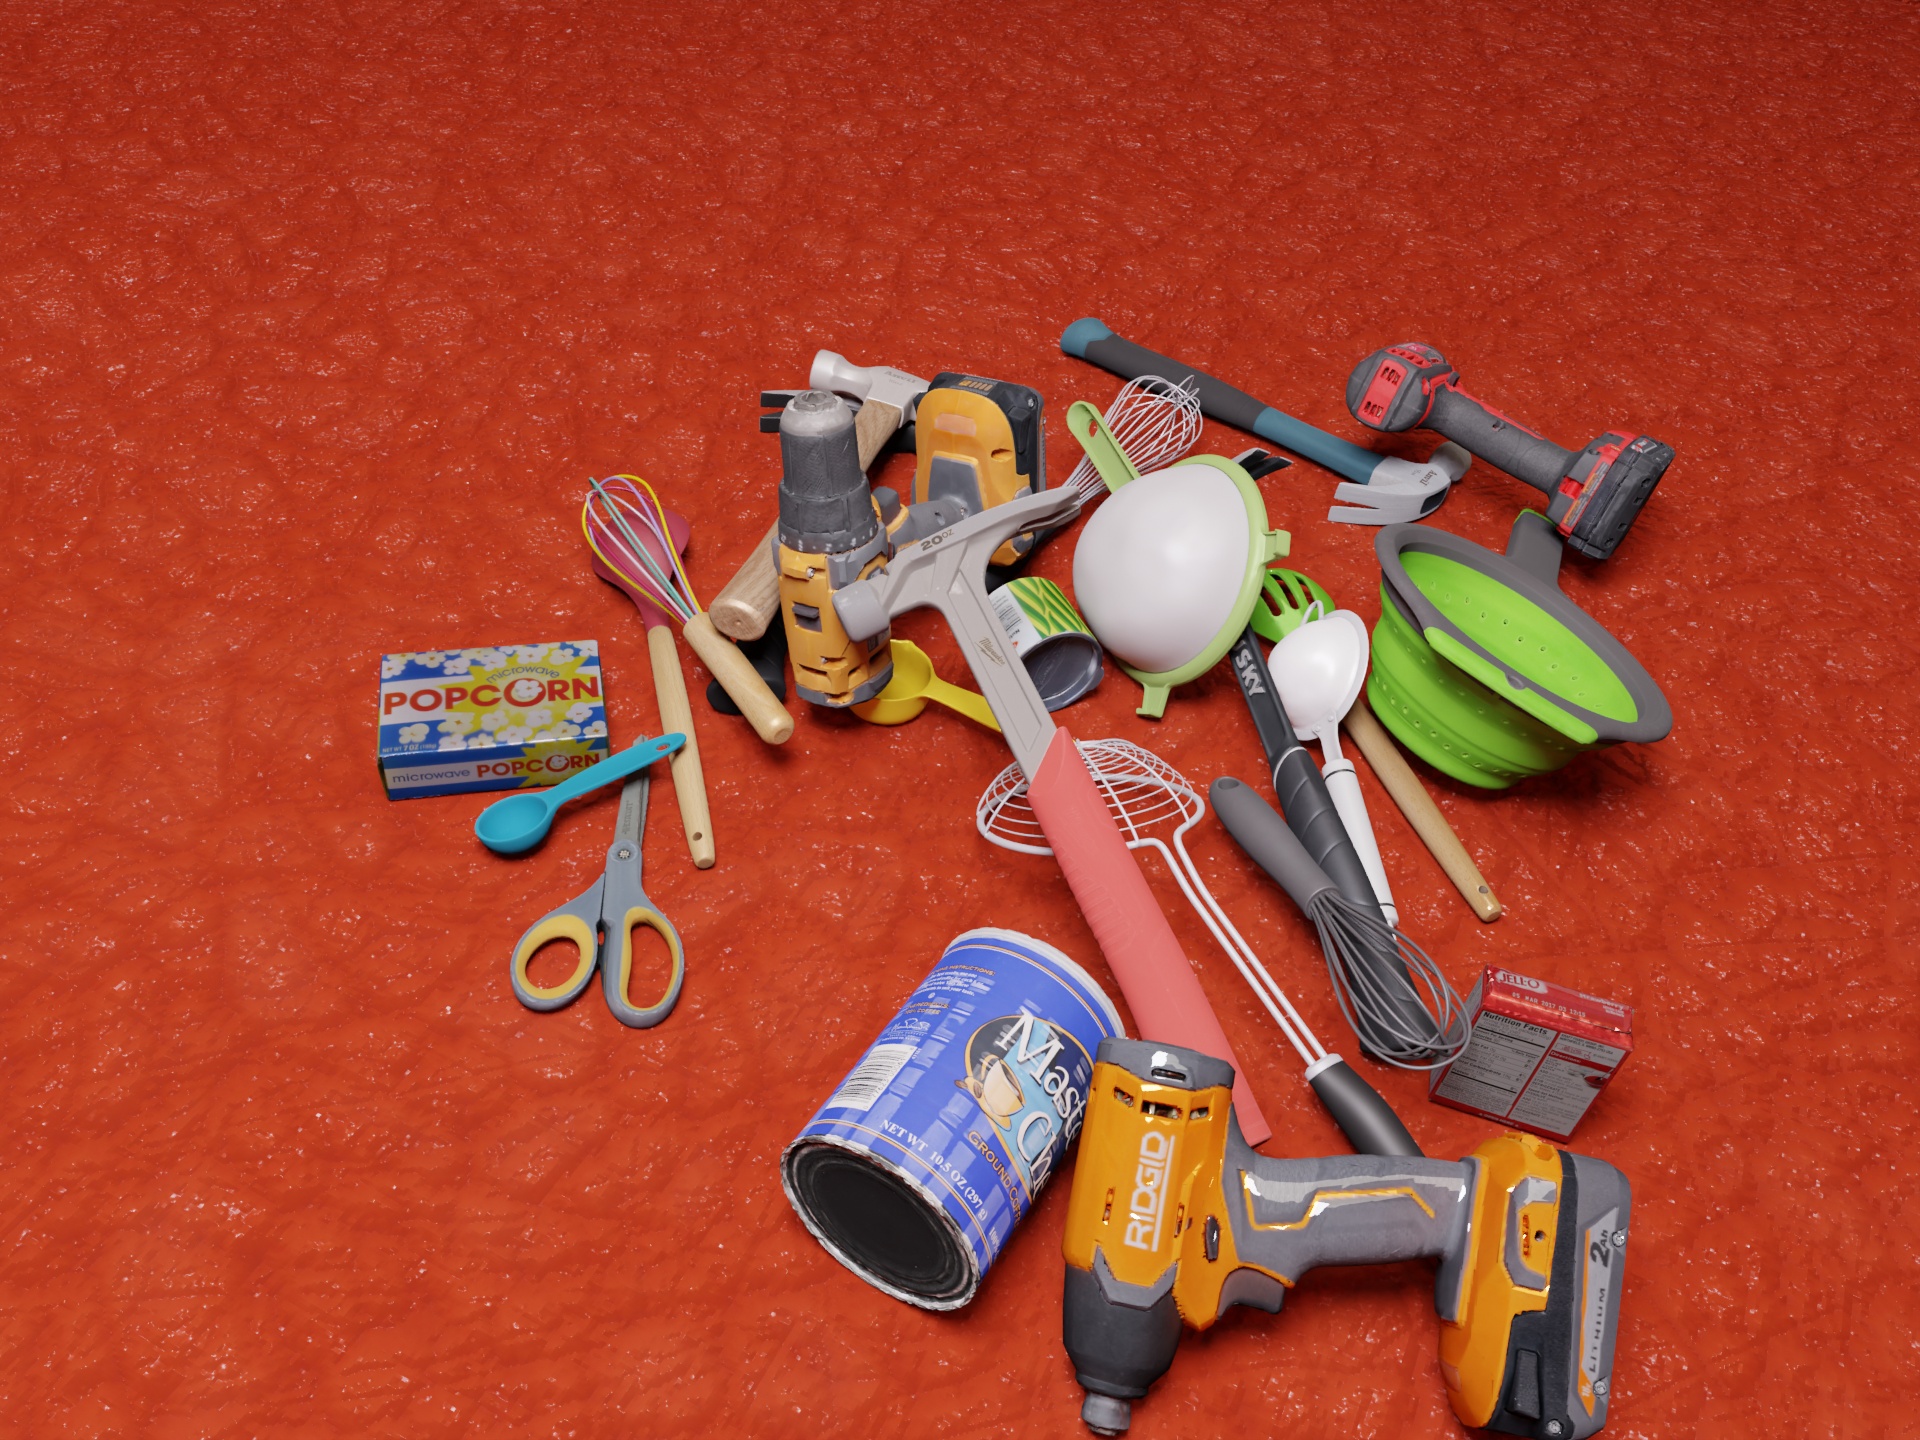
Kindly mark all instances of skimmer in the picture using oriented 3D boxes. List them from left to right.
[{"bbox_3d":[0.140,0.145,0.836,0.127,0.090,0.364,-16,58,-34],"label":"skimmer"}]

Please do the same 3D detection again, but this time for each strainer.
[{"bbox_3d":[0.101,-0.136,1.026,0.069,0.151,0.257,12,37,-33],"label":"strainer"},{"bbox_3d":[0.223,0.024,0.950,0.050,0.087,0.259,14,50,-27],"label":"strainer"}]

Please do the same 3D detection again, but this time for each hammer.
[{"bbox_3d":[-0.106,-0.123,1.076,0.146,0.035,0.335,13,44,4],"label":"hammer"},{"bbox_3d":[-0.083,-0.151,1.043,0.130,0.031,0.331,17,39,6],"label":"hammer"},{"bbox_3d":[0.068,0.049,0.815,0.149,0.036,0.359,-25,69,-4],"label":"hammer"},{"bbox_3d":[0.226,-0.242,1.251,0.331,0.033,0.128,30,47,22],"label":"hammer"},{"bbox_3d":[0.192,0.011,0.930,0.036,0.149,0.409,13,45,-31],"label":"hammer"}]

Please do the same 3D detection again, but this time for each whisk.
[{"bbox_3d":[-0.167,-0.074,0.964,0.047,0.051,0.245,-28,56,-21],"label":"whisk"},{"bbox_3d":[0.090,-0.170,1.145,0.070,0.070,0.285,30,53,21],"label":"whisk"},{"bbox_3d":[0.187,0.097,0.833,0.055,0.055,0.239,-8,32,-17],"label":"whisk"}]

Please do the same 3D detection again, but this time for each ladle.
[{"bbox_3d":[-0.182,-0.034,0.977,0.069,0.031,0.316,-20,50,-1],"label":"ladle"}]

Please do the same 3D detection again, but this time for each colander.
[{"bbox_3d":[0.348,-0.054,1.042,0.204,0.094,0.397,34,30,7],"label":"colander"}]

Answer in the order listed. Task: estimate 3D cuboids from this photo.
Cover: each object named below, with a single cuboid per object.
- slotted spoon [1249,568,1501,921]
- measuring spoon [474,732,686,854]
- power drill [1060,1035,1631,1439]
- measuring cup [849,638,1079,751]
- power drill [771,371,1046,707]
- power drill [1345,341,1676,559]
[{"bbox_3d":[0.255,0.001,1.005,0.070,0.031,0.314,-14,49,-12],"label":"slotted spoon"},{"bbox_3d":[-0.208,0.042,0.890,0.128,0.021,0.042,-28,37,-25],"label":"measuring spoon"},{"bbox_3d":[0.156,0.239,0.685,0.226,0.084,0.164,12,78,4],"label":"power drill"},{"bbox_3d":[-0.002,-0.003,0.973,0.156,0.029,0.062,23,45,12],"label":"measuring cup"},{"bbox_3d":[-0.033,-0.137,0.954,0.084,0.185,0.226,16,40,27],"label":"power drill"},{"bbox_3d":[0.397,-0.209,1.162,0.220,0.078,0.143,32,28,18],"label":"power drill"}]
